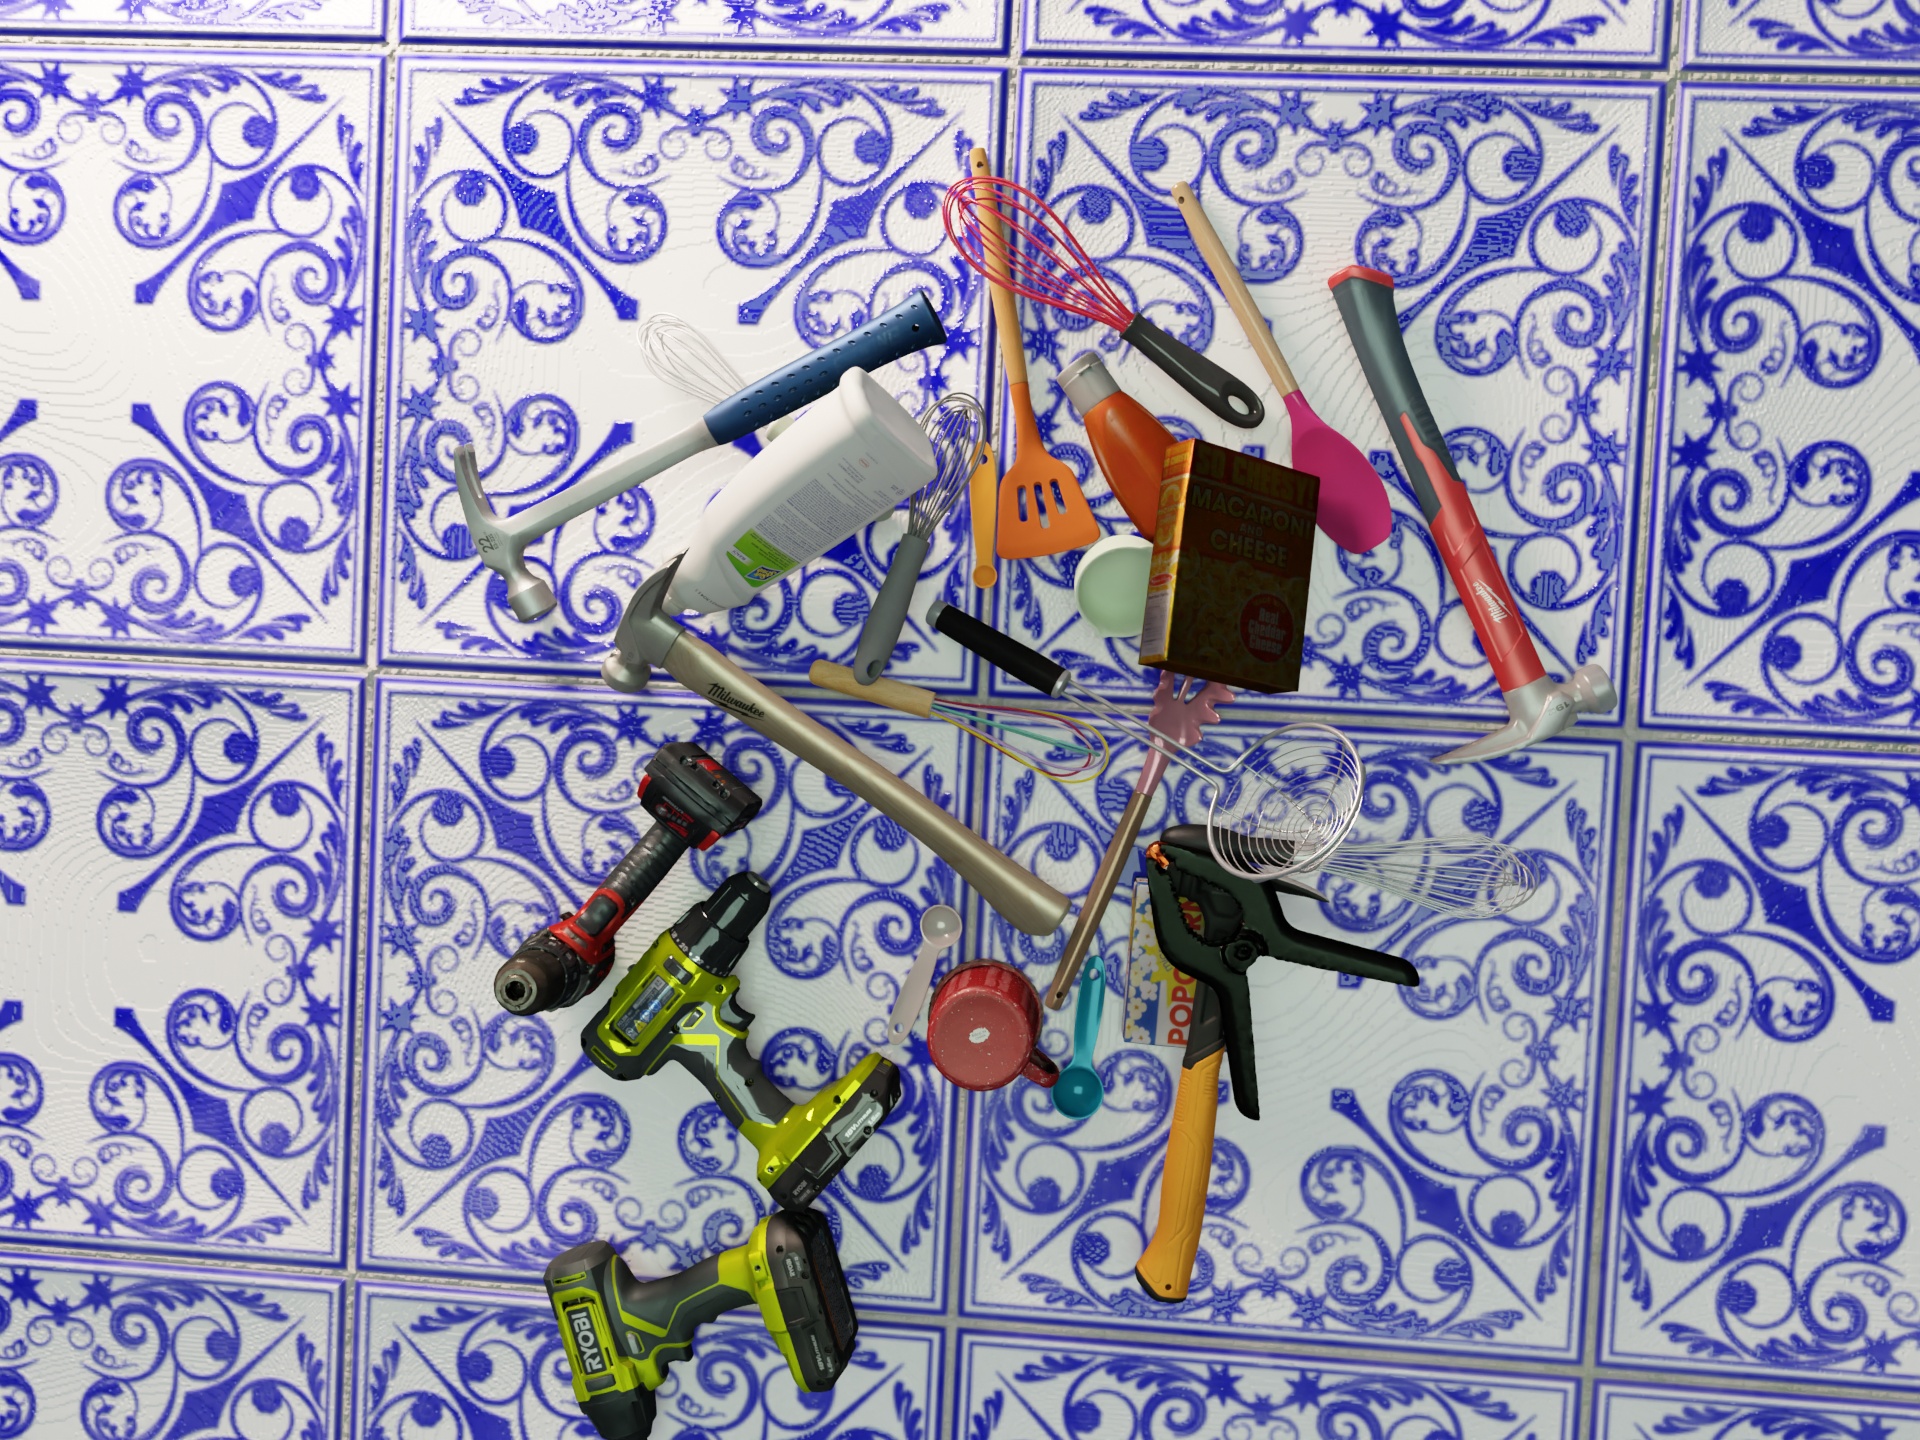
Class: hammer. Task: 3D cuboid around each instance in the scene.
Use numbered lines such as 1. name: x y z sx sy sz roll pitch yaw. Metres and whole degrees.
1. hammer: -0.202 -0.222 1.212 0.405 0.035 0.144 -25 103 12
2. hammer: 0.189 0.275 1.203 0.127 0.034 0.337 9 93 3
3. hammer: -0.085 0.029 1.223 0.410 0.038 0.146 35 133 -2
4. hammer: 0.355 -0.159 1.211 0.143 0.038 0.386 -24 90 6

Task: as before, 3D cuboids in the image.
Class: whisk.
1. whisk: -0.036 -0.140 1.228 0.055 0.055 0.239 20 90 3
2. whisk: 0.295 0.109 1.220 0.284 0.070 0.070 6 93 9
3. whisk: 0.112 -0.312 1.202 0.295 0.073 0.073 34 94 -10
4. whisk: -0.003 -0.002 1.242 0.245 0.051 0.047 17 99 6
5. whisk: -0.151 -0.236 1.245 0.246 0.059 0.057 38 131 -2

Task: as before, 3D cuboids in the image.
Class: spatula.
1. spatula: 0.041 -0.285 1.229 0.081 0.041 0.322 -10 90 4

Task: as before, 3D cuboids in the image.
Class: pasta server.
1. pasta server: 0.133 0.083 1.237 0.060 0.040 0.316 22 95 -8

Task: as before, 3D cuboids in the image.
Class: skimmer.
1. skimmer: 0.123 -0.006 1.169 0.363 0.090 0.127 31 82 17

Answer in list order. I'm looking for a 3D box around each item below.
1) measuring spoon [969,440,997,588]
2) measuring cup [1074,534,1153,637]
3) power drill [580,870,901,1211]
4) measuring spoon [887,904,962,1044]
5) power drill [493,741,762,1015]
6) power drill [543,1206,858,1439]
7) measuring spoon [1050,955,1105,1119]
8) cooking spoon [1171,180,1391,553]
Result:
1. measuring spoon: 0.018 -0.162 1.252 0.021 0.011 0.117 -1 88 4
2. measuring cup: 0.165 -0.091 1.231 0.167 0.038 0.083 20 117 -14
3. power drill: -0.159 0.249 1.246 0.228 0.080 0.190 41 95 4
4. measuring spoon: -0.030 0.202 1.267 0.034 0.018 0.124 25 101 14
5. power drill: -0.257 0.126 1.196 0.080 0.188 0.226 40 90 1
6. power drill: -0.203 0.484 1.259 0.223 0.080 0.171 -17 90 9
7. measuring spoon: 0.098 0.250 1.259 0.042 0.021 0.129 9 84 -3
8. cooking spoon: 0.242 -0.273 1.218 0.069 0.017 0.319 -31 86 48
